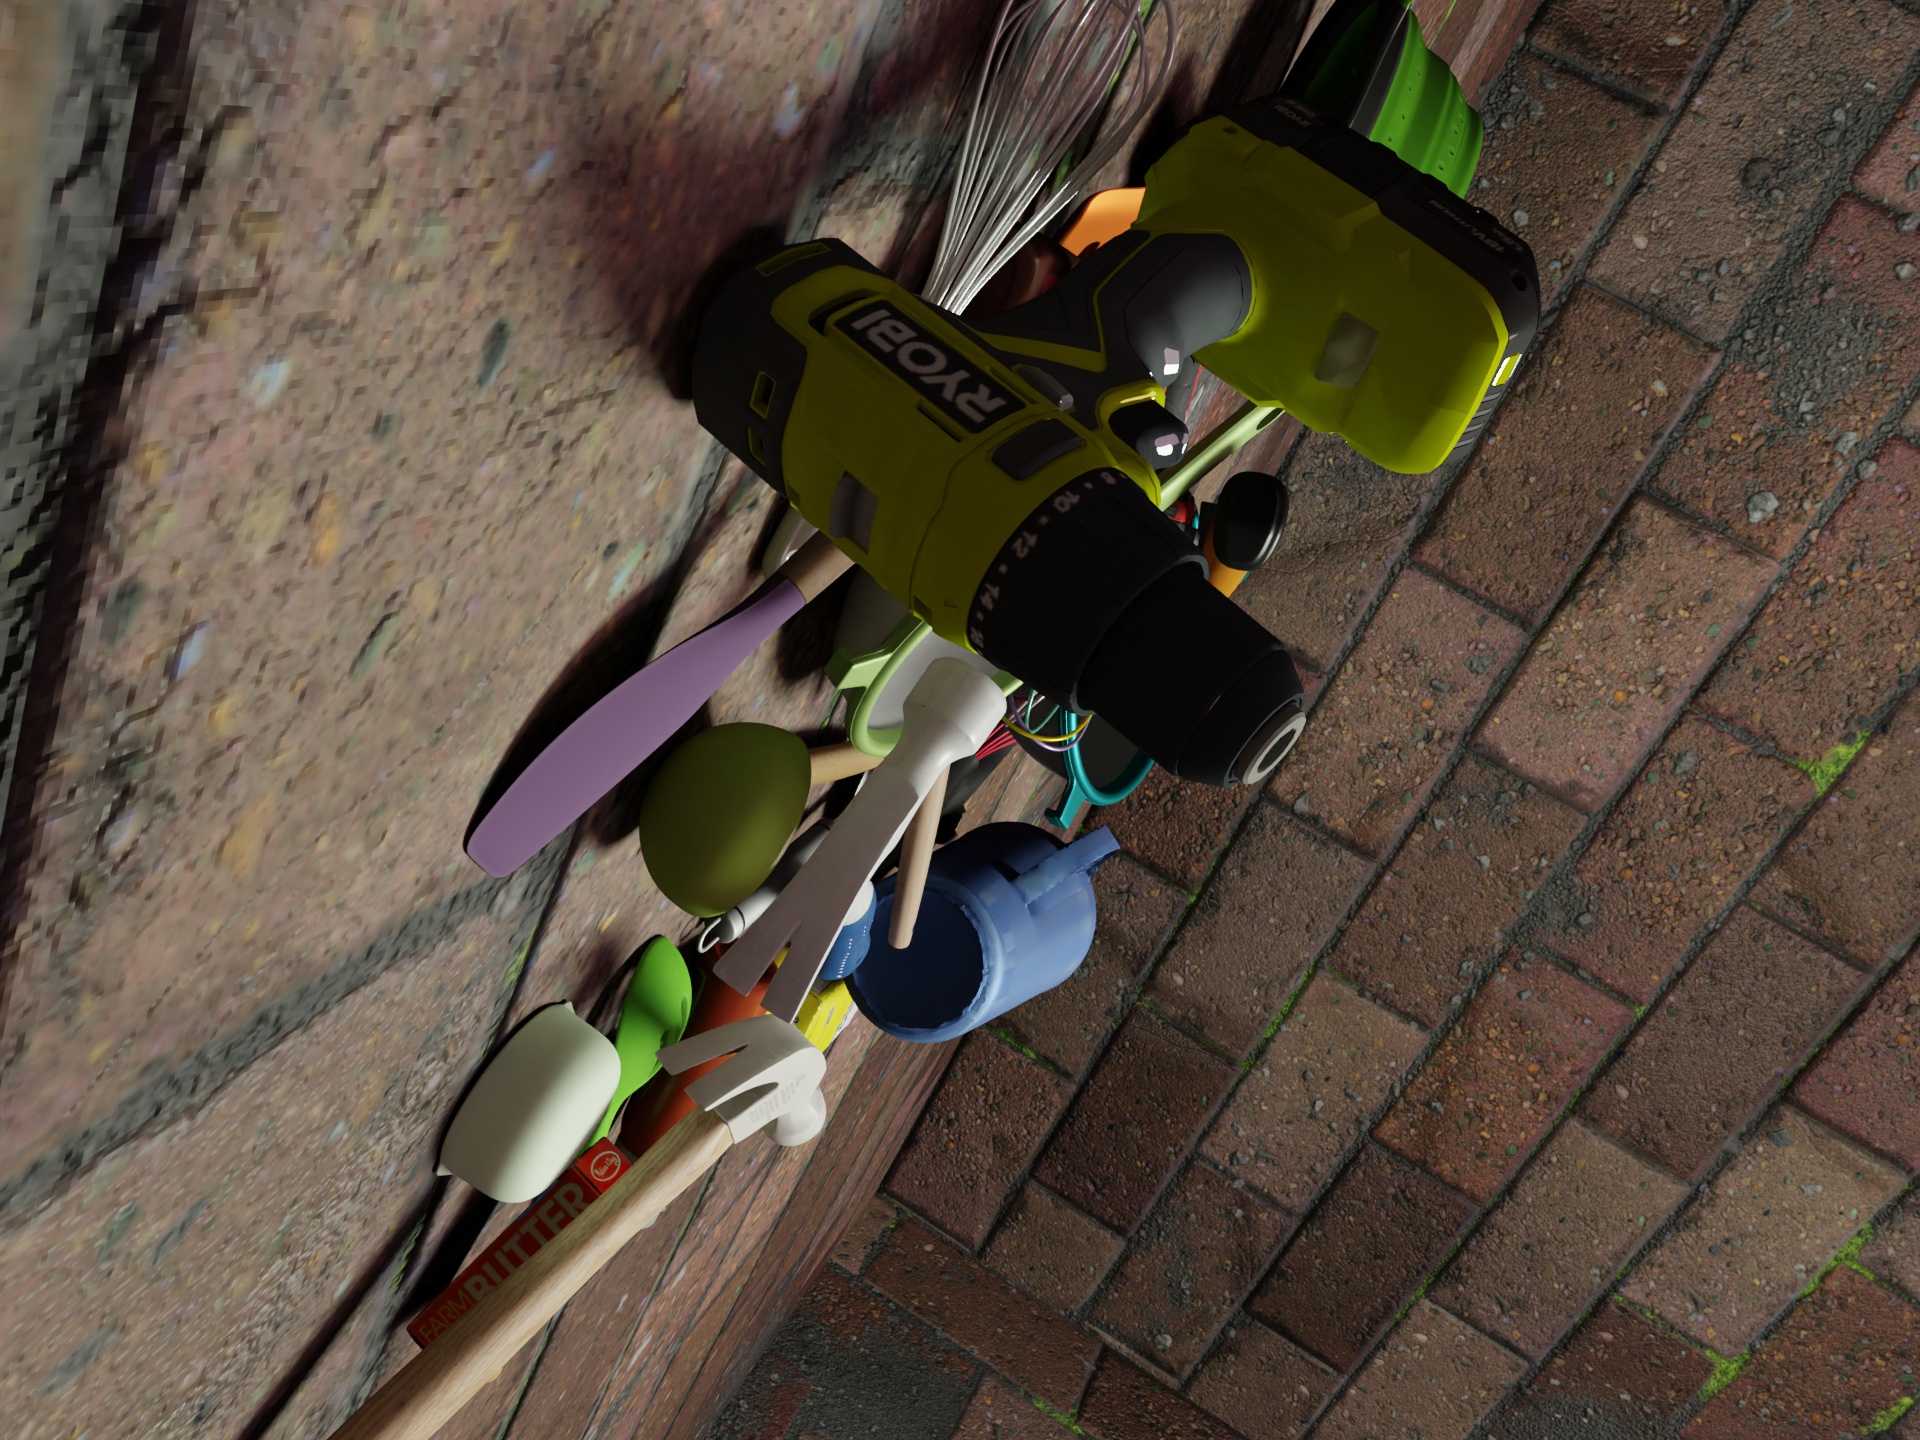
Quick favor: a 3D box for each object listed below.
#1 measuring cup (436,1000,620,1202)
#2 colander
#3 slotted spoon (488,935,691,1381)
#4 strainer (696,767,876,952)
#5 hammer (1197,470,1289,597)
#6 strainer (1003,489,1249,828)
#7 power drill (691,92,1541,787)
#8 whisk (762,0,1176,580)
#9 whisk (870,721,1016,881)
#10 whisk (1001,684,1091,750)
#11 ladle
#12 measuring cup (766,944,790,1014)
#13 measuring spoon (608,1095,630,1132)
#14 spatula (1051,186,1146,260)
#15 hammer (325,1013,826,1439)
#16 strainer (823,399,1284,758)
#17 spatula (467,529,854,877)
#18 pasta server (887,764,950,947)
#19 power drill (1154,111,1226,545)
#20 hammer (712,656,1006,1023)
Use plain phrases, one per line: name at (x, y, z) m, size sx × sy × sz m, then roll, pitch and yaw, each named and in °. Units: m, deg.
measuring cup at (-0.172, 0.176, 0.673) m, size 0.083 × 0.038 × 0.167 m, roll -54°, pitch 169°, yaw -27°
colander at (0.192, -0.255, 0.945) m, size 0.205 × 0.094 × 0.397 m, roll -76°, pitch -167°, yaw -45°
slotted spoon at (-0.191, 0.230, 0.786) m, size 0.313 × 0.031 × 0.070 m, roll -62°, pitch -179°, yaw 28°
strainer at (-0.069, 0.062, 0.870) m, size 0.258 × 0.050 × 0.086 m, roll -40°, pitch 154°, yaw -55°
hammer at (0.143, -0.088, 0.860) m, size 0.337 × 0.034 × 0.127 m, roll 45°, pitch 60°, yaw -84°
strainer at (0.103, -0.077, 1.059) m, size 0.340 × 0.095 × 0.211 m, roll -33°, pitch 131°, yaw -57°
power drill at (0.065, -0.089, 0.457) m, size 0.228 × 0.191 × 0.080 m, roll -34°, pitch 155°, yaw -34°
whisk at (-0.004, -0.144, 0.536) m, size 0.246 × 0.057 × 0.059 m, roll -58°, pitch -158°, yaw 20°
whisk at (0.014, 0.014, 1.102) m, size 0.296 × 0.073 × 0.073 m, roll -46°, pitch 165°, yaw -36°
whisk at (0.075, -0.055, 0.859) m, size 0.245 × 0.047 × 0.051 m, roll -49°, pitch 142°, yaw -52°
ladle at (-0.065, 0.030, 0.716) m, size 0.078 × 0.062 × 0.320 m, roll -51°, pitch 173°, yaw 8°
measuring cup at (-0.133, 0.169, 0.887) m, size 0.062 × 0.029 × 0.156 m, roll -63°, pitch 169°, yaw 24°
measuring spoon at (-0.164, 0.170, 0.794) m, size 0.117 × 0.011 × 0.021 m, roll -60°, pitch -165°, yaw 22°
spatula at (0.011, -0.109, 0.739) m, size 0.081 × 0.041 × 0.322 m, roll -15°, pitch 142°, yaw -44°
hammer at (-0.181, 0.237, 0.623) m, size 0.331 × 0.031 × 0.130 m, roll -41°, pitch 156°, yaw -23°
strainer at (0.036, -0.090, 0.704) m, size 0.256 × 0.069 × 0.151 m, roll -39°, pitch 163°, yaw -4°
spatula at (-0.038, -0.062, 0.529) m, size 0.316 × 0.018 × 0.059 m, roll -44°, pitch 165°, yaw -16°
pasta server at (-0.001, -0.003, 0.854) m, size 0.060 × 0.040 × 0.316 m, roll -63°, pitch 166°, yaw -60°
power drill at (0.106, -0.181, 0.808) m, size 0.143 × 0.078 × 0.219 m, roll -28°, pitch 134°, yaw -84°
hammer at (-0.055, 0.089, 0.758) m, size 0.144 × 0.035 × 0.405 m, roll -55°, pitch 177°, yaw -16°
